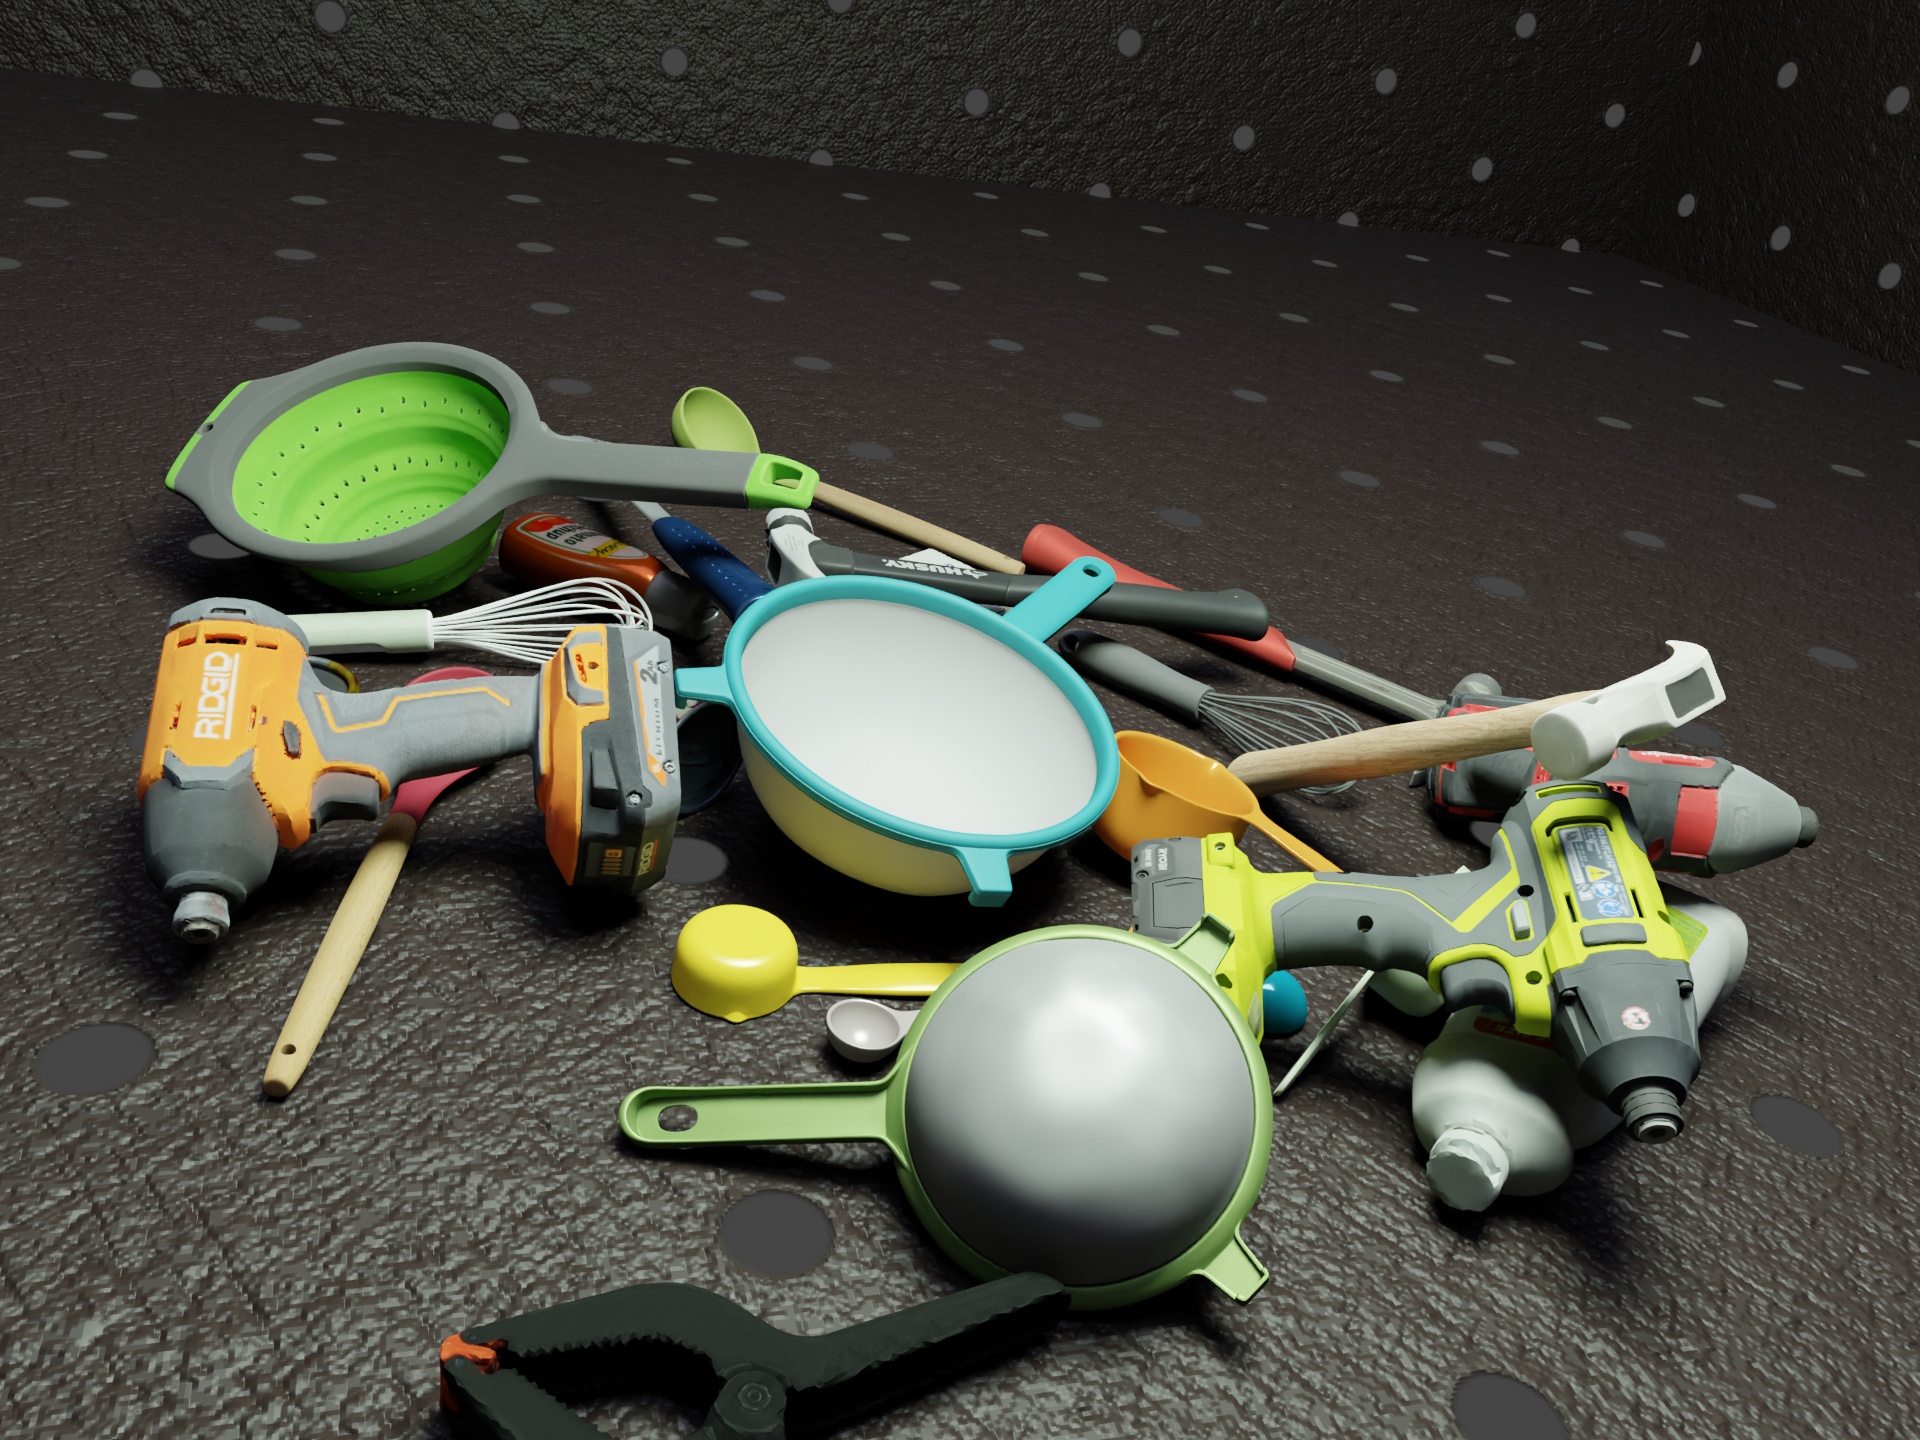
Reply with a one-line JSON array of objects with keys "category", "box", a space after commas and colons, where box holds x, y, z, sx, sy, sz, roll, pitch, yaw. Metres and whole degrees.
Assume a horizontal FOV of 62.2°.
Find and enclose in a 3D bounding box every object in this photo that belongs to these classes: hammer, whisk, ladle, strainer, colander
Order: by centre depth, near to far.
[{"category": "strainer", "box": [-0.009, 0.141, 0.603, 0.256, 0.069, 0.152, -3, 61, 4]}, {"category": "ladle", "box": [-0.271, 0.063, 0.755, 0.069, 0.031, 0.316, 7, 30, -6]}, {"category": "hammer", "box": [0.242, 0.011, 0.816, 0.130, 0.031, 0.331, -20, 1, -25]}, {"category": "strainer", "box": [-0.001, -0.003, 0.883, 0.211, 0.095, 0.340, 32, 35, 13]}, {"category": "whisk", "box": [-0.307, -0.053, 0.943, 0.246, 0.059, 0.058, -4, -6, -18]}, {"category": "colander", "box": [-0.277, -0.131, 0.982, 0.397, 0.094, 0.205, 6, 50, 10]}, {"category": "whisk", "box": [0.157, -0.014, 1.024, 0.239, 0.055, 0.055, 27, 32, 35]}, {"category": "hammer", "box": [0.043, -0.081, 1.030, 0.334, 0.035, 0.146, 5, 27, -15]}, {"category": "hammer", "box": [-0.189, -0.130, 1.054, 0.144, 0.035, 0.406, 8, 18, -31]}, {"category": "hammer", "box": [0.194, -0.059, 1.130, 0.359, 0.036, 0.149, 26, 32, 26]}, {"category": "ladle", "box": [-0.090, -0.183, 1.243, 0.320, 0.062, 0.078, 24, 31, 19]}]

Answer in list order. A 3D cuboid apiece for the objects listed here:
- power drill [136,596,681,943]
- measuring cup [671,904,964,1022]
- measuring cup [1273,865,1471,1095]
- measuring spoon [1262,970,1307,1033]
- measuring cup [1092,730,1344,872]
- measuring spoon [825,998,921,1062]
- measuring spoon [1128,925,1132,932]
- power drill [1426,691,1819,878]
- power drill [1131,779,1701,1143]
[{"category": "power drill", "box": [-0.245, 0.026, 0.718, 0.226, 0.084, 0.164, 2, 51, -17]}, {"category": "measuring cup", "box": [-0.054, 0.110, 0.736, 0.156, 0.029, 0.062, 2, 29, -11]}, {"category": "measuring cup", "box": [0.208, 0.135, 0.759, 0.038, 0.083, 0.167, 40, 54, 17]}, {"category": "measuring spoon", "box": [0.135, 0.110, 0.808, 0.042, 0.021, 0.129, -2, 30, -21]}, {"category": "measuring cup", "box": [0.144, 0.071, 0.852, 0.174, 0.052, 0.095, 35, 22, 24]}, {"category": "measuring spoon", "box": [-0.003, 0.142, 0.718, 0.124, 0.018, 0.034, 4, 28, -26]}, {"category": "measuring spoon", "box": [0.088, 0.119, 0.793, 0.021, 0.011, 0.117, 16, 32, 12]}, {"category": "power drill", "box": [0.354, 0.037, 0.877, 0.143, 0.078, 0.220, 6, 6, -3]}, {"category": "power drill", "box": [0.189, 0.109, 0.683, 0.223, 0.080, 0.171, -6, 41, 11]}]
